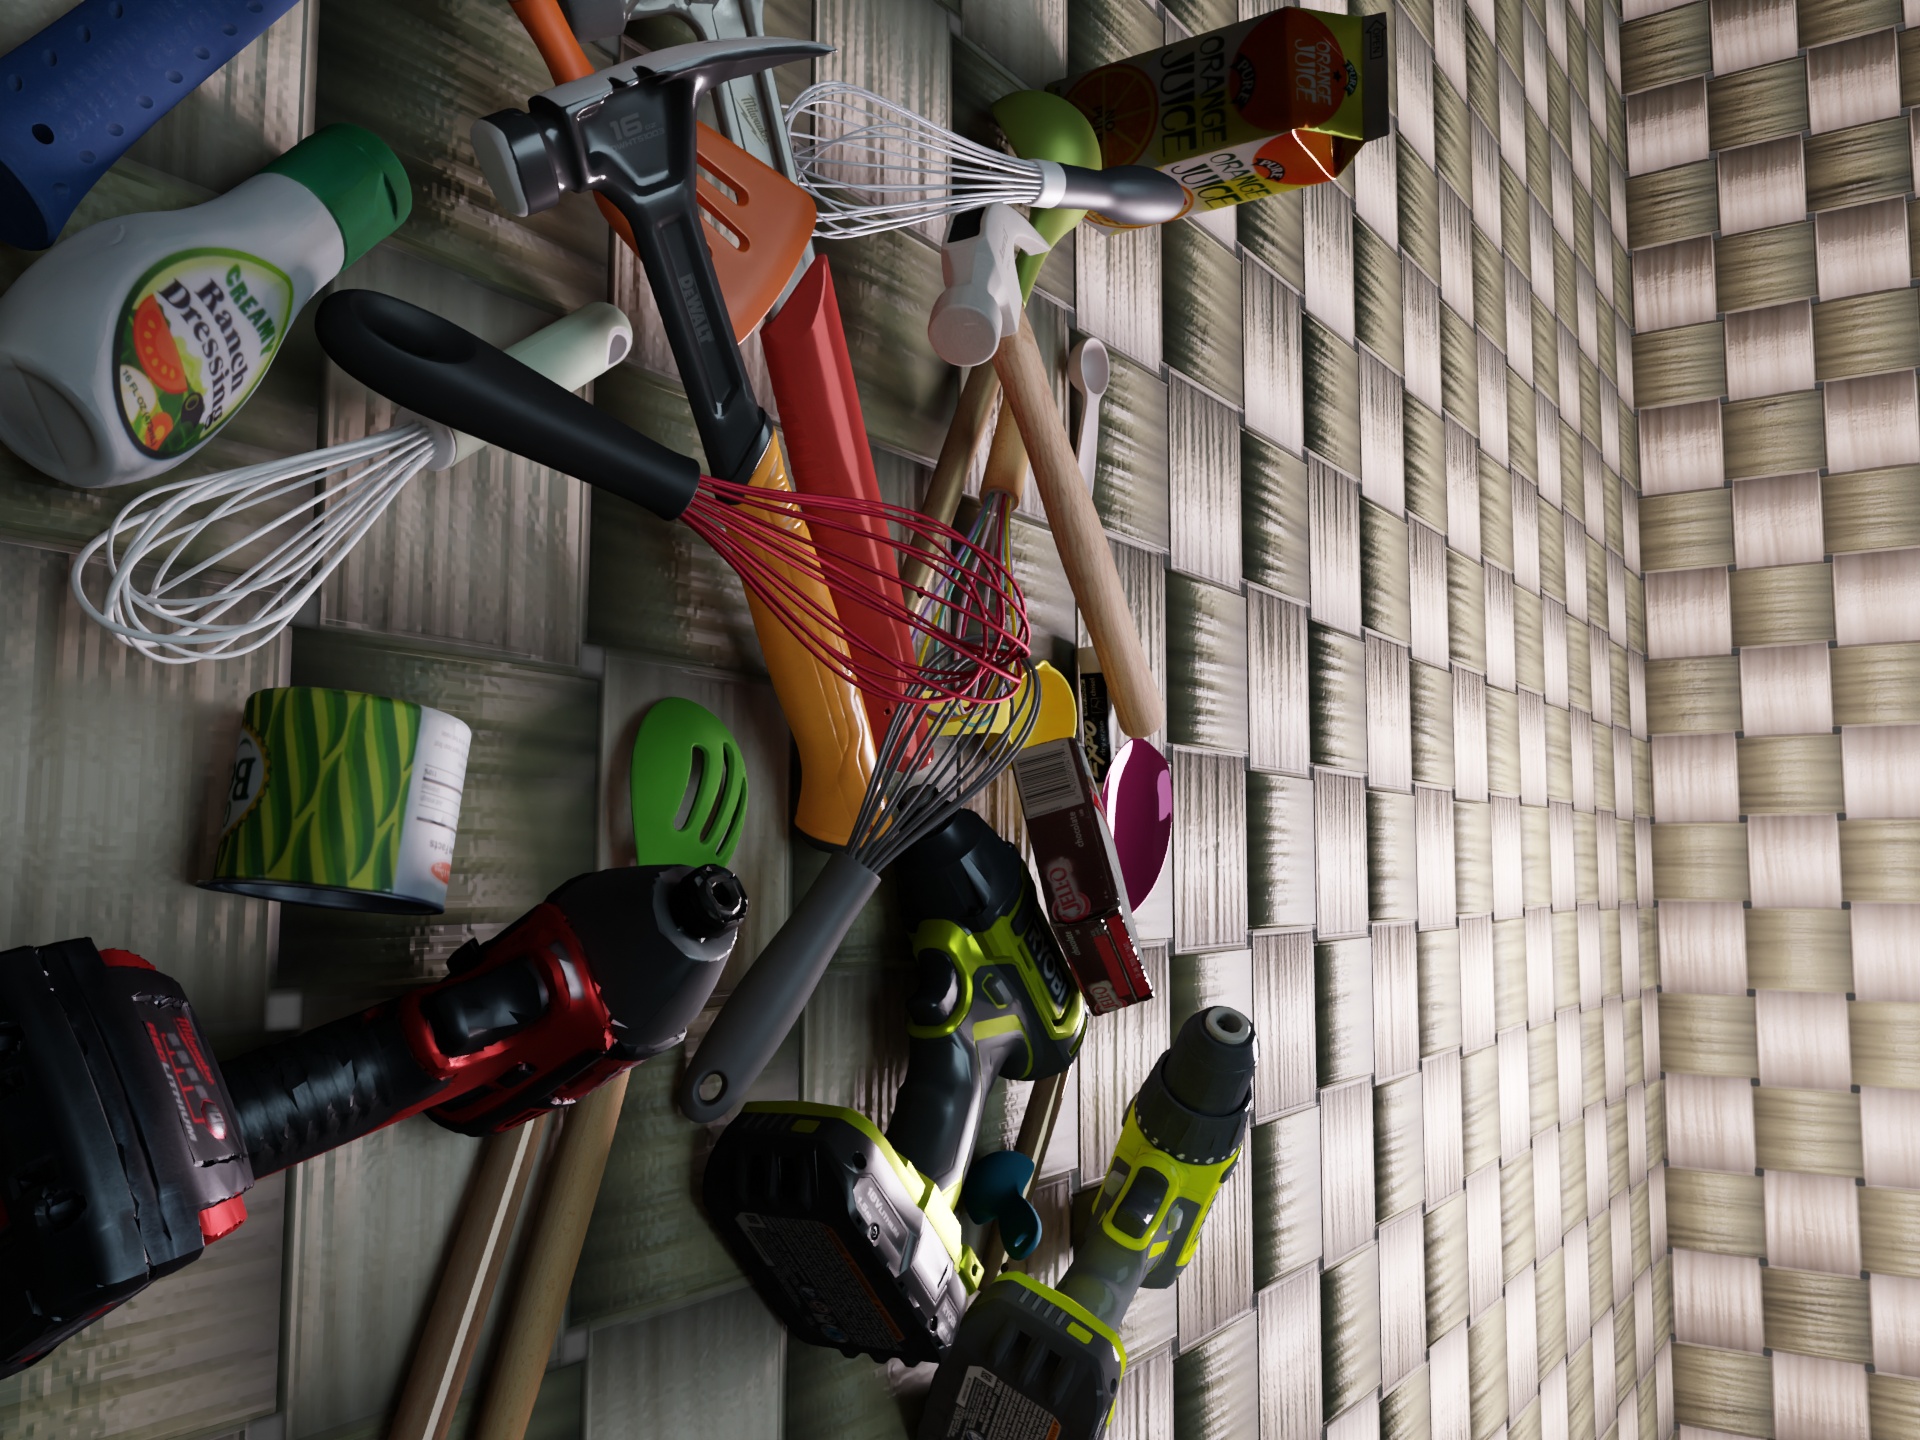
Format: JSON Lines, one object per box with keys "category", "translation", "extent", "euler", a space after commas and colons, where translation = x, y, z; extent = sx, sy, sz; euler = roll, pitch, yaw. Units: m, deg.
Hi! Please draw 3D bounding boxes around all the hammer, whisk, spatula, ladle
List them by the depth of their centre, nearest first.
{"category": "spatula", "translation": [-0.184, 0.257, 0.504], "extent": [0.059, 0.018, 0.316], "euler": [42, 54, -46]}
{"category": "spatula", "translation": [-0.150, -0.261, 0.518], "extent": [0.081, 0.041, 0.322], "euler": [-63, 143, -23]}
{"category": "whisk", "translation": [-0.182, -0.090, 0.521], "extent": [0.246, 0.059, 0.057], "euler": [-53, 166, -50]}
{"category": "hammer", "translation": [-0.192, -0.296, 0.528], "extent": [0.143, 0.035, 0.406], "euler": [57, 43, -37]}
{"category": "whisk", "translation": [-0.082, -0.072, 0.559], "extent": [0.295, 0.073, 0.073], "euler": [25, 66, -36]}
{"category": "hammer", "translation": [-0.072, -0.085, 0.623], "extent": [0.127, 0.034, 0.336], "euler": [-30, 128, -23]}
{"category": "whisk", "translation": [-0.041, 0.063, 0.658], "extent": [0.239, 0.055, 0.055], "euler": [-56, 136, -12]}
{"category": "hammer", "translation": [-0.054, -0.147, 0.678], "extent": [0.149, 0.037, 0.358], "euler": [-20, 112, -19]}
{"category": "whisk", "translation": [0.017, -0.264, 0.770], "extent": [0.284, 0.070, 0.070], "euler": [-12, 97, -42]}
{"category": "hammer", "translation": [0.055, -0.111, 0.811], "extent": [0.331, 0.031, 0.130], "euler": [65, 25, -44]}
{"category": "whisk", "translation": [0.020, -0.096, 0.811], "extent": [0.051, 0.047, 0.245], "euler": [30, 52, -24]}
{"category": "ladle", "translation": [0.009, -0.195, 0.830], "extent": [0.078, 0.062, 0.320], "euler": [39, 63, -47]}

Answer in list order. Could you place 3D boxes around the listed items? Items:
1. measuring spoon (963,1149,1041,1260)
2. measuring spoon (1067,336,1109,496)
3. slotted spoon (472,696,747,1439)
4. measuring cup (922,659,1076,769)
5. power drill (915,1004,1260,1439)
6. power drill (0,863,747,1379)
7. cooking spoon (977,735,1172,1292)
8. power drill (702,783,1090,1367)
{"category": "measuring spoon", "translation": [0.019, 0.227, 0.752], "extent": [0.042, 0.128, 0.021], "euler": [-44, 91, -5]}
{"category": "measuring spoon", "translation": [0.068, -0.163, 0.934], "extent": [0.034, 0.018, 0.124], "euler": [9, 87, -56]}
{"category": "slotted spoon", "translation": [-0.131, 0.135, 0.589], "extent": [0.070, 0.031, 0.314], "euler": [43, 54, -51]}
{"category": "measuring cup", "translation": [-0.001, -0.003, 0.808], "extent": [0.156, 0.029, 0.062], "euler": [3, 88, -45]}
{"category": "power drill", "translation": [0.077, 0.261, 0.791], "extent": [0.228, 0.080, 0.190], "euler": [-42, 152, -48]}
{"category": "power drill", "translation": [-0.163, 0.093, 0.438], "extent": [0.219, 0.143, 0.078], "euler": [-11, 71, -55]}
{"category": "cooking spoon", "translation": [0.063, 0.152, 0.868], "extent": [0.068, 0.017, 0.319], "euler": [40, 59, -37]}
{"category": "power drill", "translation": [-0.020, 0.152, 0.715], "extent": [0.171, 0.080, 0.223], "euler": [65, 35, -30]}
